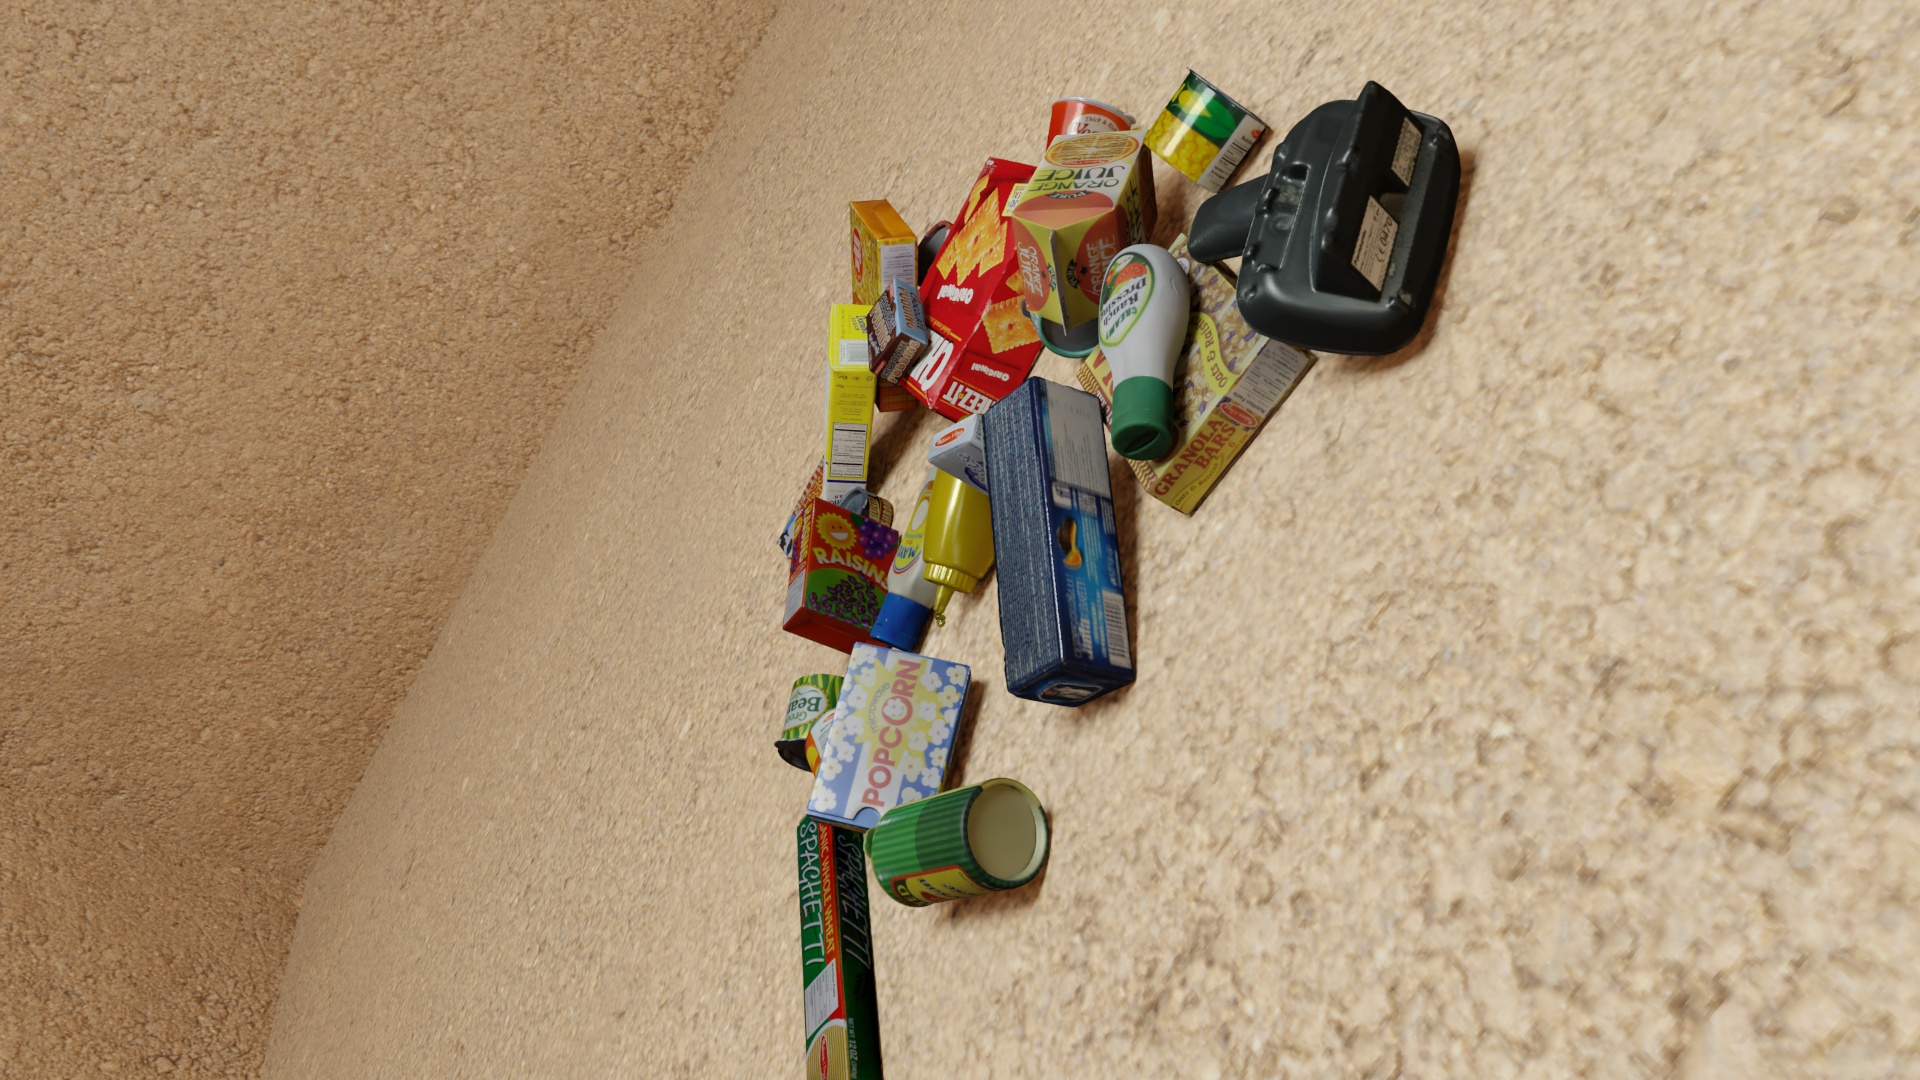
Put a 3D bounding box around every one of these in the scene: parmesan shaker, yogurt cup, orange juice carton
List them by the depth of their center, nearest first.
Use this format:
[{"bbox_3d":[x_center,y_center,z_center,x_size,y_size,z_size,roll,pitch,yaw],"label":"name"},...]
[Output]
[{"bbox_3d":[-0.004,0.186,0.853,0.102,0.071,0.071,-29,43,50],"label":"parmesan shaker"},{"bbox_3d":[0.086,-0.218,0.967,0.073,0.071,0.194,0,35,17],"label":"orange juice carton"},{"bbox_3d":[0.101,-0.327,1.144,0.072,0.072,0.054,12,85,64],"label":"yogurt cup"}]

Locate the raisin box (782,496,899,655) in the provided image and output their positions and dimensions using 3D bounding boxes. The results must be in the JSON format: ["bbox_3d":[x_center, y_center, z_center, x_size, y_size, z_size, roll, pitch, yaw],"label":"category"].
[{"bbox_3d":[-0.097,0.032,1.156,0.040,0.086,0.124,-48,29,39],"label":"raisin box"}]

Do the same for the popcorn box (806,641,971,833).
[{"bbox_3d":[-0.047,0.140,0.958,0.038,0.085,0.127,86,-163,-66],"label":"popcorn box"}]

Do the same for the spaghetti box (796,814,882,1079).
[{"bbox_3d":[-0.087,0.282,0.970,0.050,0.028,0.251,-50,29,26],"label":"spaghetti box"}]

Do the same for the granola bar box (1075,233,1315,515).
[{"bbox_3d":[0.144,-0.110,0.888,0.123,0.039,0.166,-53,28,20],"label":"granola bar box"}]

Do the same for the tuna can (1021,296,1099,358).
[{"bbox_3d":[0.082,-0.169,1.023,0.070,0.071,0.033,-52,28,23],"label":"tuna can"}]

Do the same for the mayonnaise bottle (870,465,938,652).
[{"bbox_3d":[-0.027,0.014,1.092,0.064,0.041,0.148,4,70,61],"label":"mayonnaise bottle"}]

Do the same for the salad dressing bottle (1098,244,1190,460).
[{"bbox_3d":[0.112,-0.117,0.855,0.064,0.044,0.148,-36,38,42],"label":"salad dressing bottle"}]

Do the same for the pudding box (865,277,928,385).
[{"bbox_3d":[-0.054,-0.177,1.172,0.049,0.030,0.084,-48,31,31],"label":"pudding box"}]

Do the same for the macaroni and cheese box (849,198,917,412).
[{"bbox_3d":[-0.071,-0.220,1.300,0.124,0.040,0.165,-119,25,-57],"label":"macaroni and cheese box"}]

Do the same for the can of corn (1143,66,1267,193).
[{"bbox_3d":[0.168,-0.287,0.972,0.058,0.071,0.071,-54,27,21],"label":"can of corn"}]

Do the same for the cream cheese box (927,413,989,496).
[{"bbox_3d":[0.034,-0.048,0.962,0.053,0.104,0.024,-22,46,54],"label":"cream cheese box"}]

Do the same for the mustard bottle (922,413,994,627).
[{"bbox_3d":[0.004,-0.013,1.037,0.049,0.065,0.160,5,74,59],"label":"mustard bottle"}]

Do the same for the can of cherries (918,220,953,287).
[{"bbox_3d":[-0.008,-0.254,1.287,0.071,0.058,0.072,-43,33,37],"label":"can of cherries"}]

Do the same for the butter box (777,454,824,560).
[{"bbox_3d":[-0.143,-0.030,1.373,0.103,0.024,0.053,-61,26,6],"label":"butter box"}]

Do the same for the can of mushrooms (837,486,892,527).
[{"bbox_3d":[-0.090,-0.014,1.247,0.070,0.033,0.071,-44,31,36],"label":"can of mushrooms"}]

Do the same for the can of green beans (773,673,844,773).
[{"bbox_3d":[-0.105,0.144,1.089,0.071,0.071,0.058,-34,38,47],"label":"can of green beans"}]

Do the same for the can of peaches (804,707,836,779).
[{"bbox_3d":[-0.075,0.164,1.019,0.071,0.071,0.058,-59,26,10],"label":"can of peaches"}]
